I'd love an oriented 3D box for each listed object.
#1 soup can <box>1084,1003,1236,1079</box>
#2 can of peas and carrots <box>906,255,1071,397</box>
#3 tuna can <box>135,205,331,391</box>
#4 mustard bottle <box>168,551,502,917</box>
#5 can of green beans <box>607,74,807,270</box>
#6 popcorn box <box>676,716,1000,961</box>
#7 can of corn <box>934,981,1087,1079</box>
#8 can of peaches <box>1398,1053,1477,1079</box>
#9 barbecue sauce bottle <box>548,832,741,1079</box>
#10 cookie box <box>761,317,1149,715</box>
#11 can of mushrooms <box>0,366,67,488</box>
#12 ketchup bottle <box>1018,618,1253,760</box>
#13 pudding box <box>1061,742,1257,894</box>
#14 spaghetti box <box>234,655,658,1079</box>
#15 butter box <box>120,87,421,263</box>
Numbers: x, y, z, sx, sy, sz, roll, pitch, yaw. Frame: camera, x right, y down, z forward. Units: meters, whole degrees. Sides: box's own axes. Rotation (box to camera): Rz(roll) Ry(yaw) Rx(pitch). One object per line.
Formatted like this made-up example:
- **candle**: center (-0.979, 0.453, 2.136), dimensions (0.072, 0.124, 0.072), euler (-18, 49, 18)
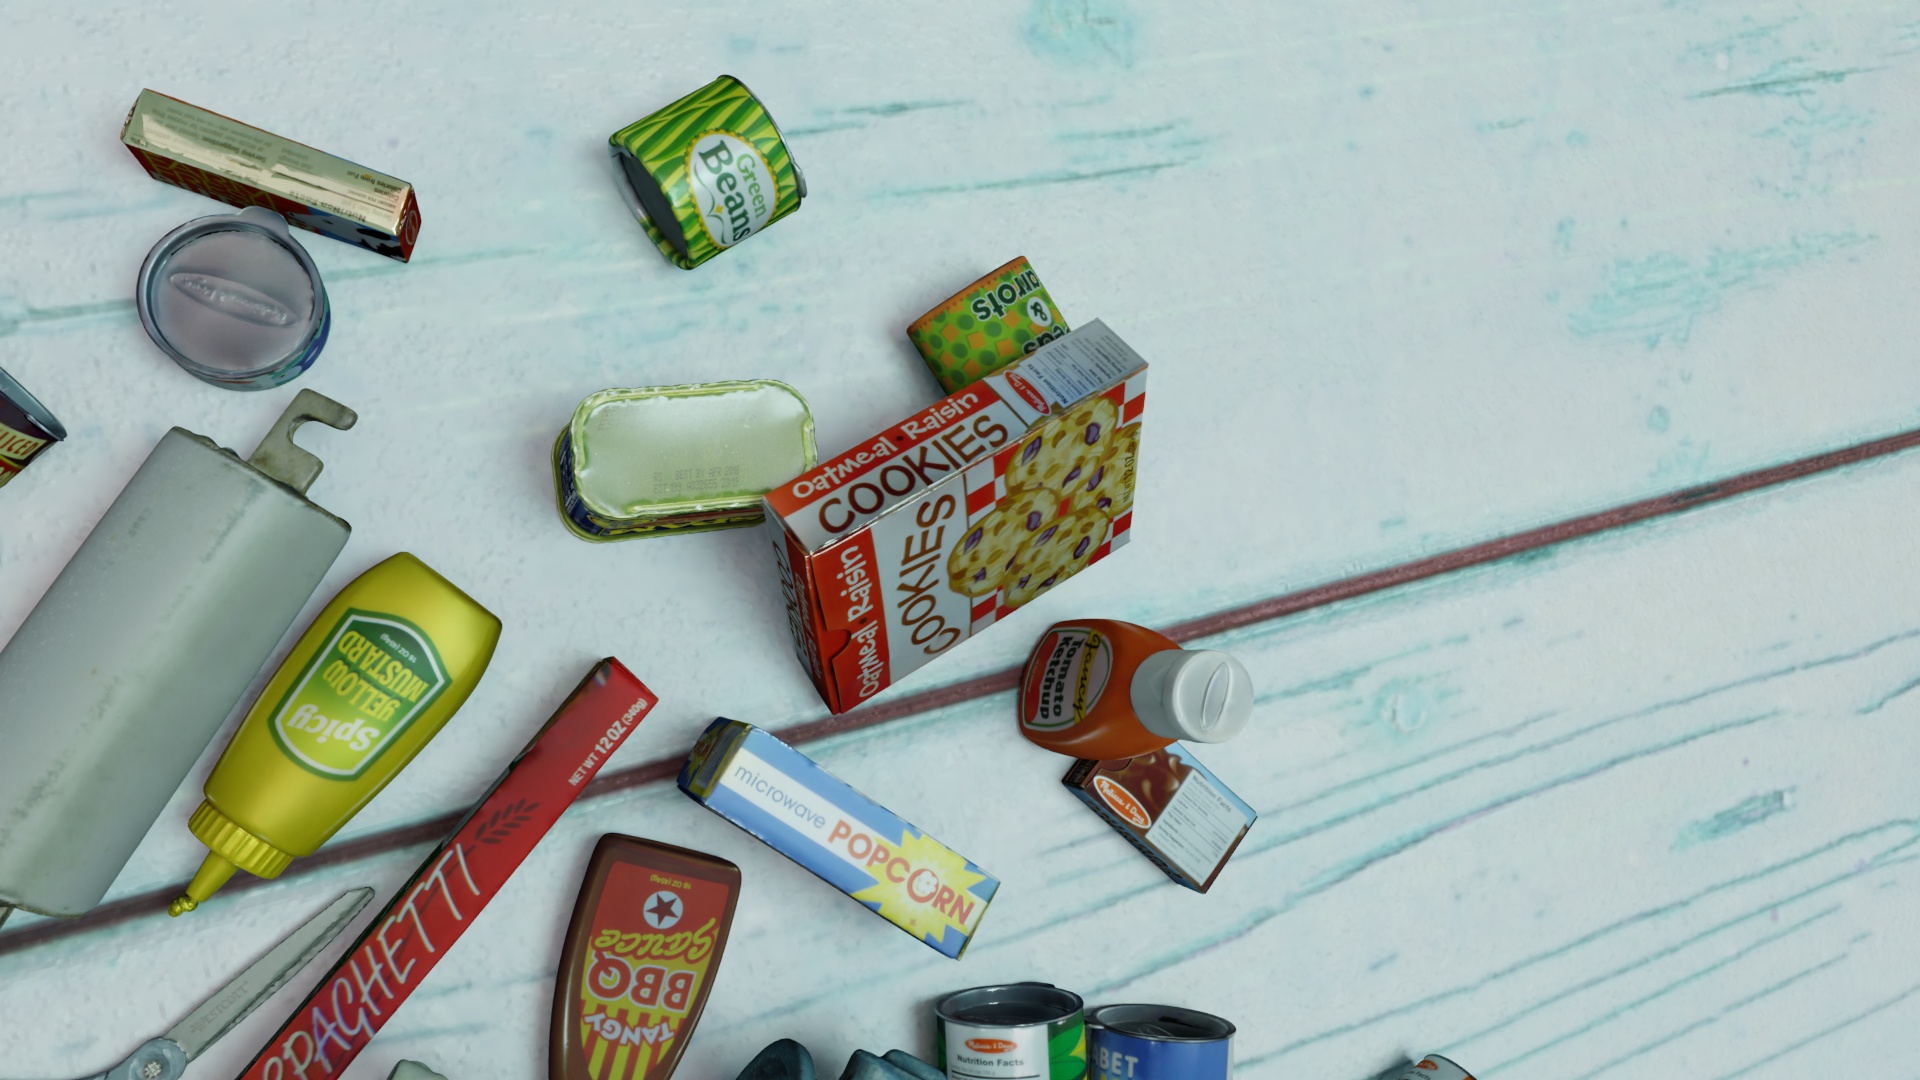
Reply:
- **soup can**: center (0.087, 0.261, 0.632), dimensions (0.071, 0.071, 0.084), euler (6, 83, -18)
- **can of peas and carrots**: center (0.018, -0.091, 0.641), dimensions (0.071, 0.071, 0.058), euler (-34, 96, -18)
- **tuna can**: center (-0.288, -0.096, 0.557), dimensions (0.071, 0.033, 0.071), euler (2, 84, -19)
- **mustard bottle**: center (-0.250, 0.081, 0.544), dimensions (0.065, 0.048, 0.160), euler (38, 74, -10)
- **can of green beans**: center (-0.112, -0.160, 0.606), dimensions (0.058, 0.071, 0.071), euler (-35, 96, -18)
- **popcorn box**: center (-0.055, 0.123, 0.587), dimensions (0.126, 0.085, 0.038), euler (35, 75, -12)
- **can of corn**: center (0.024, 0.234, 0.615), dimensions (0.071, 0.071, 0.058), euler (-1, 86, -19)
- **can of peaches**: center (0.232, 0.298, 0.676), dimensions (0.058, 0.071, 0.071), euler (-30, 95, -18)
- **barbecue sauce bottle**: center (-0.140, 0.200, 0.572), dimensions (0.065, 0.043, 0.149), euler (18, 79, -17)
- **cookie box**: center (0.002, -0.008, 0.601), dimensions (0.168, 0.122, 0.040), euler (-30, 58, -19)
- **can of mushrooms**: center (-0.366, -0.050, 0.507), dimensions (0.071, 0.071, 0.033), euler (47, 74, -9)
- **ketchup bottle**: center (0.074, 0.065, 0.603), dimensions (0.043, 0.148, 0.065), euler (21, 79, -17)
- **pudding box**: center (0.096, 0.124, 0.667), dimensions (0.083, 0.030, 0.050), euler (42, 75, -11)
- **spaghetti box**: center (-0.213, 0.150, 0.549), dimensions (0.028, 0.050, 0.251), euler (42, 74, -10)
- **butter box**: center (-0.272, -0.144, 0.557), dimensions (0.103, 0.053, 0.024), euler (18, 83, -16)
